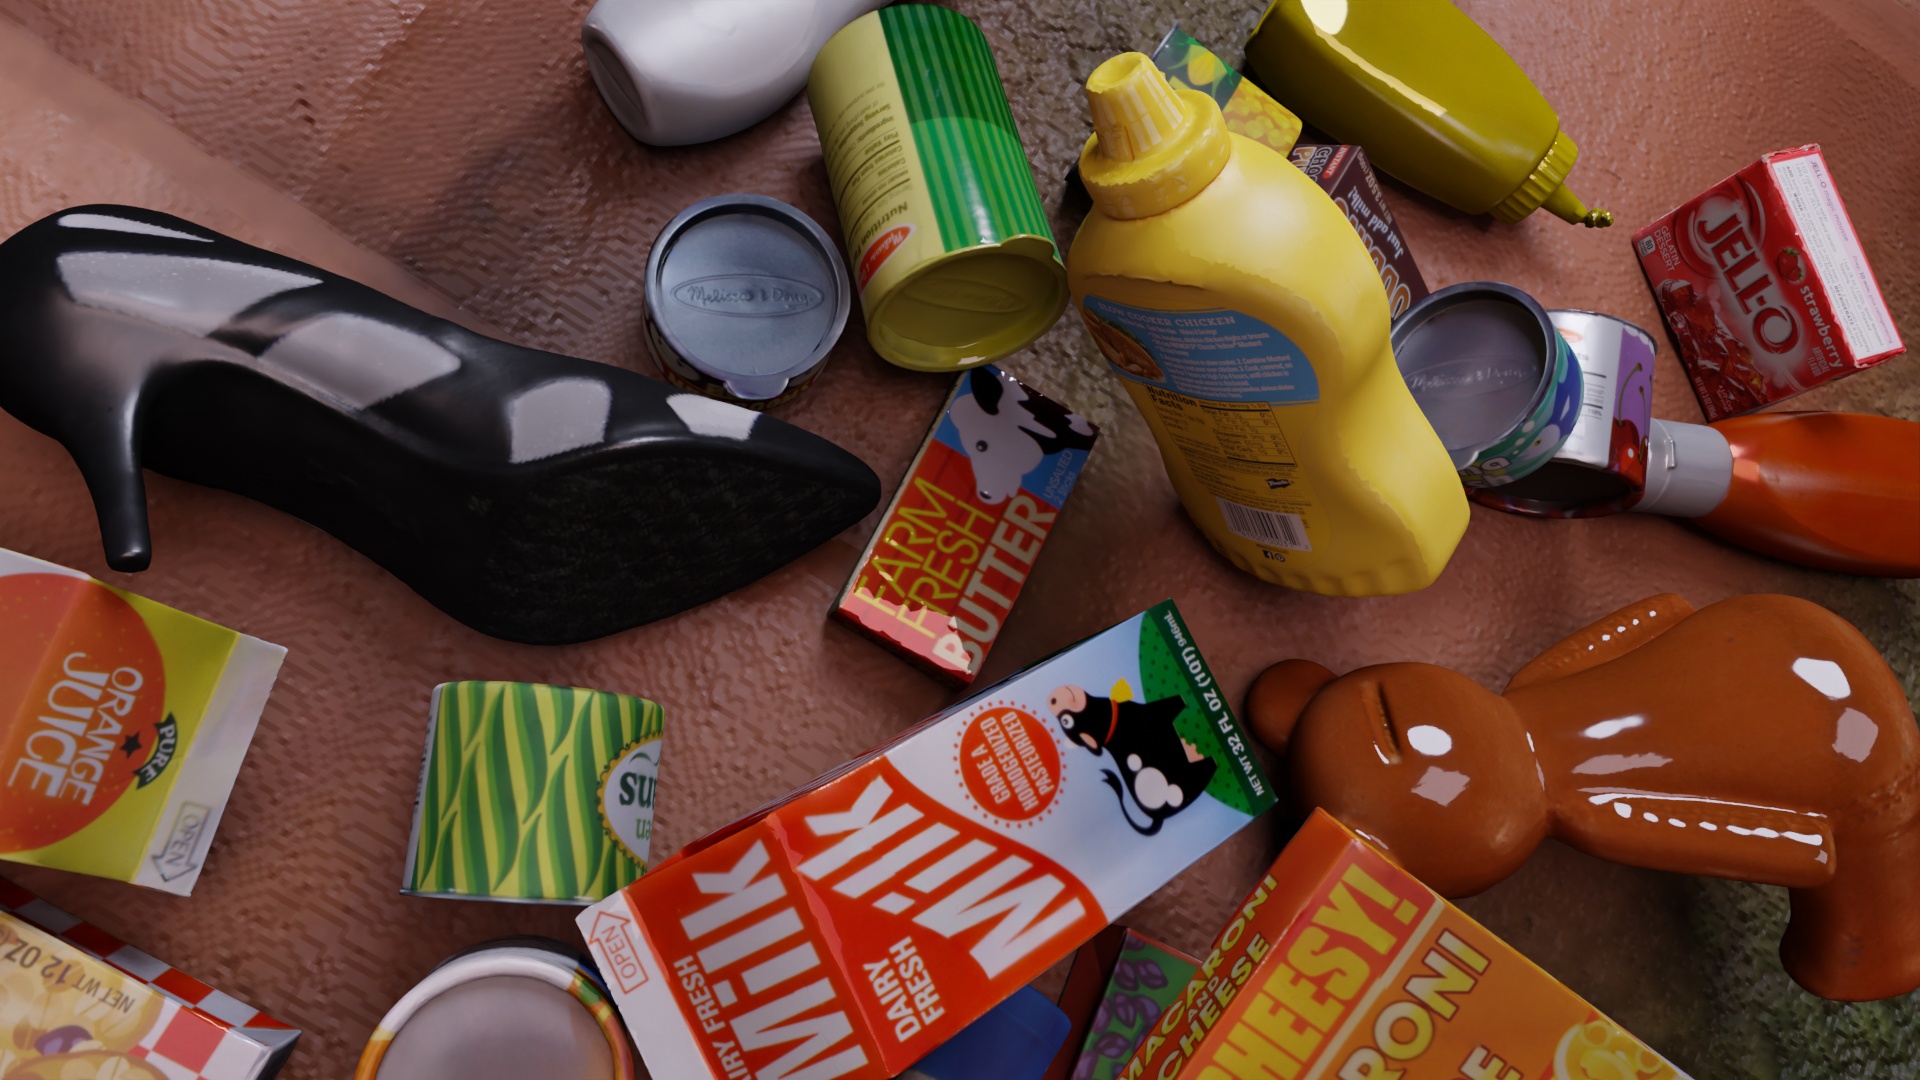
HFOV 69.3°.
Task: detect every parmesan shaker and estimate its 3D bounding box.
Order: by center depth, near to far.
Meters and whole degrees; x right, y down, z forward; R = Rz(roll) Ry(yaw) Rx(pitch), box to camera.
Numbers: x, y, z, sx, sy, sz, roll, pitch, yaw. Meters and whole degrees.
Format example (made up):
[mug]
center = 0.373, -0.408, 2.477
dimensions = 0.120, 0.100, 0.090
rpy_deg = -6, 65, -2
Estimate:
[parmesan shaker]
center = -0.007, -0.118, 0.457
dimensions = 0.071, 0.071, 0.103
rpy_deg = -7, 64, -16

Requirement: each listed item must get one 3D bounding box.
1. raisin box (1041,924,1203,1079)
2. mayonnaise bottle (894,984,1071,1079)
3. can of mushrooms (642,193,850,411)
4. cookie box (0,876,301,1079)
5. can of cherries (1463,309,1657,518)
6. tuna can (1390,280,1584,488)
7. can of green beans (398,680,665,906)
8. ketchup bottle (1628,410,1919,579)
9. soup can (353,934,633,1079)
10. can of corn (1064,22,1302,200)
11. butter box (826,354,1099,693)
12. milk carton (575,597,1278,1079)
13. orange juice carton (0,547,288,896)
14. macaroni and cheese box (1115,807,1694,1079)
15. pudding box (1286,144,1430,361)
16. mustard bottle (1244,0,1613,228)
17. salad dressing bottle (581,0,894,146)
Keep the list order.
[raisin box]
center = 0.085, 0.185, 0.437
dimensions = 0.123, 0.040, 0.086
rpy_deg = 27, 71, -8
[mayonnaise bottle]
center = -0.020, 0.194, 0.397
dimensions = 0.041, 0.064, 0.149
rpy_deg = 39, 67, -7
[can of mushrooms]
center = -0.072, -0.076, 0.461
dimensions = 0.071, 0.033, 0.071
rpy_deg = 4, 76, -15
[cookie box]
center = -0.272, 0.175, 0.344
dimensions = 0.123, 0.040, 0.168
rpy_deg = 31, 71, -6
[can of cherries]
center = 0.221, -0.044, 0.516
dimensions = 0.071, 0.071, 0.058
rpy_deg = 15, 74, -11
[tuna can]
center = 0.178, -0.051, 0.482
dimensions = 0.033, 0.071, 0.071
rpy_deg = 28, 67, -45
[can of green beans]
center = -0.120, 0.073, 0.396
dimensions = 0.071, 0.071, 0.058
rpy_deg = 7, 75, -13
[ketchup bottle]
center = 0.322, -0.023, 0.548
dimensions = 0.149, 0.043, 0.065
rpy_deg = 6, 78, -13
[soup can]
center = -0.121, 0.144, 0.369
dimensions = 0.071, 0.083, 0.071
rpy_deg = 3, 77, -14
[can of corn]
center = 0.079, -0.139, 0.498
dimensions = 0.058, 0.071, 0.071
rpy_deg = 35, 71, -5
[butter box]
center = 0.002, -0.006, 0.469
dimensions = 0.053, 0.024, 0.104
rpy_deg = 29, 71, -6
[milk carton]
center = -0.008, 0.090, 0.394
dimensions = 0.191, 0.073, 0.072
rpy_deg = -25, 85, -34
[orange juice carton]
center = -0.284, 0.032, 0.358
dimensions = 0.193, 0.073, 0.072
rpy_deg = 19, 73, -10
[macaroni and cheese box]
center = 0.133, 0.175, 0.393
dimensions = 0.166, 0.040, 0.123
rpy_deg = 36, 90, -5
[pudding box]
center = 0.136, -0.095, 0.502
dimensions = 0.050, 0.030, 0.083
rpy_deg = -55, 129, -17
[mustard bottle]
center = 0.189, -0.167, 0.545
dimensions = 0.160, 0.048, 0.065
rpy_deg = 36, 71, -5
[salad dressing bottle]
center = -0.059, -0.192, 0.488
dimensions = 0.148, 0.044, 0.064
rpy_deg = -36, 86, -21
